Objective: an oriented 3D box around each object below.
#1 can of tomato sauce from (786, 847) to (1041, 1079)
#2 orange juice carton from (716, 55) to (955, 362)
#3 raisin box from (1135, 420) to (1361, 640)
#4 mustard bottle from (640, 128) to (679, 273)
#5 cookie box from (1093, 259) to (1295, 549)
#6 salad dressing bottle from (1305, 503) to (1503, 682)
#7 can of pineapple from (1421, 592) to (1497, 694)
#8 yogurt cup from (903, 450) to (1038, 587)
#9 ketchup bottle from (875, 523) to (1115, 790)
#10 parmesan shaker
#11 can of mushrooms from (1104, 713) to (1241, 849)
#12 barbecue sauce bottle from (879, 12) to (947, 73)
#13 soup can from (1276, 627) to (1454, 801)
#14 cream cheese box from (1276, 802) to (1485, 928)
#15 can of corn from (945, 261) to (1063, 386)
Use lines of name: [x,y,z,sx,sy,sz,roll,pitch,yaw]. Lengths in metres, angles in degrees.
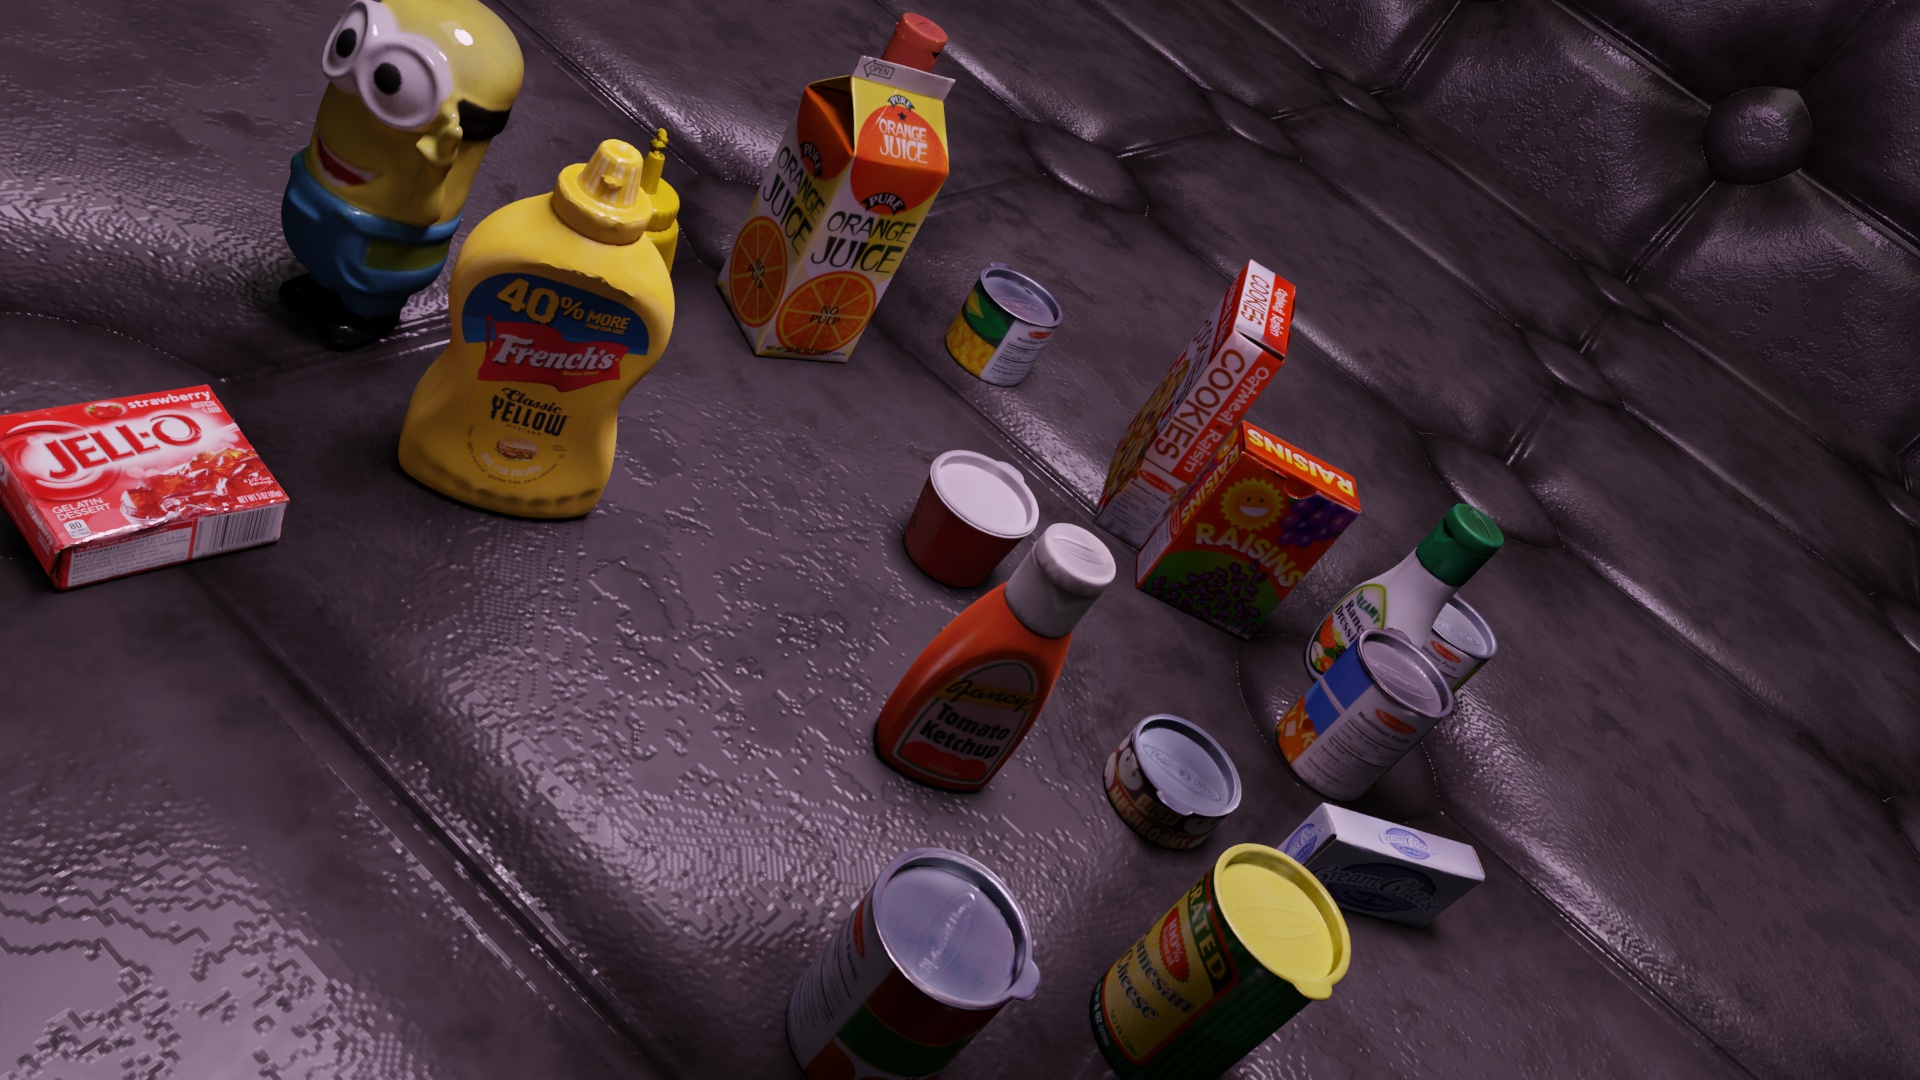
can of tomato sauce: [-0.019,0.170,0.531,0.071,0.082,0.071,22,36,-17]
orange juice carton: [-0.073,-0.206,0.850,0.072,0.191,0.073,-1,47,-40]
raisin box: [0.177,-0.004,0.867,0.086,0.122,0.040,27,35,-10]
mustard bottle: [-0.180,-0.140,0.710,0.049,0.159,0.065,46,36,18]
cookie box: [0.156,-0.090,0.916,0.040,0.166,0.123,31,34,-4]
salad dressing bottle: [0.278,0.040,0.874,0.044,0.147,0.064,16,38,-24]
can of pineapple: [0.321,0.072,0.948,0.071,0.057,0.071,22,36,-17]
yogurt cup: [0.003,-0.010,0.794,0.072,0.053,0.073,22,36,-17]
ketchup bottle: [0.018,0.055,0.644,0.065,0.148,0.044,22,36,-17]
parmesan shaker: [0.109,0.189,0.594,0.071,0.102,0.072,22,36,-17]
can of mushrooms: [0.110,0.128,0.731,0.071,0.033,0.071,22,36,-17]
barbecue sauce bottle: [-0.059,-0.319,1.039,0.044,0.147,0.065,37,34,5]
soup can: [0.238,0.102,0.821,0.071,0.083,0.072,22,36,-17]
cream cheese box: [0.223,0.176,0.745,0.104,0.053,0.024,19,37,-21]
can of corn: [0.029,-0.153,0.987,0.071,0.058,0.071,22,36,-17]
